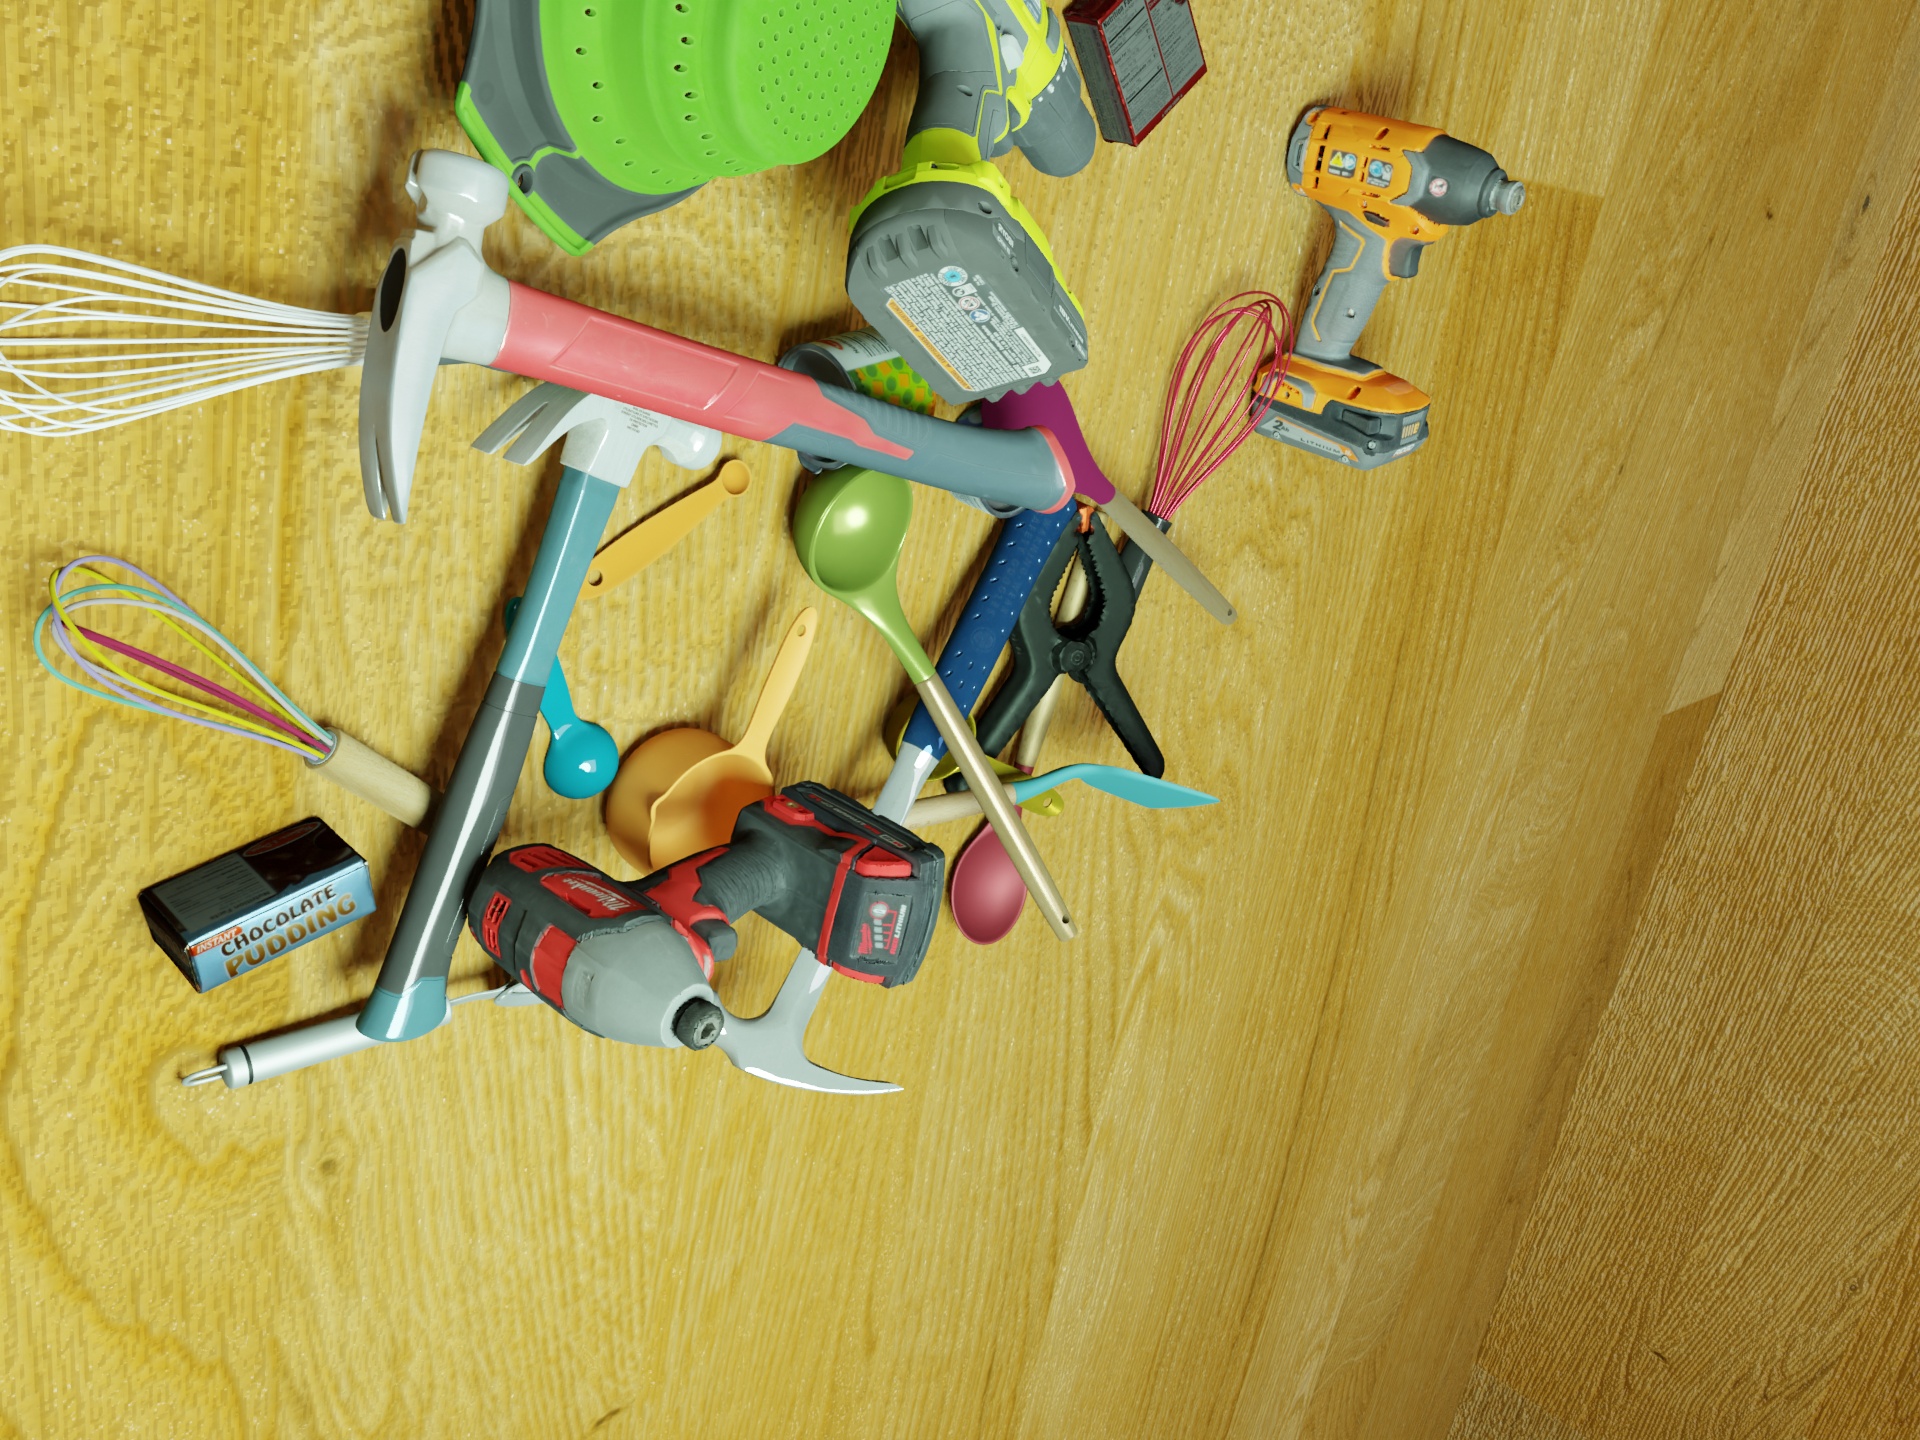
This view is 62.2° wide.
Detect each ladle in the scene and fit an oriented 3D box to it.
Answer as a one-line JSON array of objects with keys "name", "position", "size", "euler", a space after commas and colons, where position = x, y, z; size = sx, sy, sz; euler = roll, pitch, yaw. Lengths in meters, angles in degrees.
[{"name": "ladle", "position": [-0.001, -0.003, 0.914], "size": [0.078, 0.062, 0.320], "euler": [-38, 108, -28]}, {"name": "ladle", "position": [0.052, 0.006, 1.112], "size": [0.069, 0.031, 0.315], "euler": [8, 103, -38]}]

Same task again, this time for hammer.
[{"name": "hammer", "position": [-0.024, 0.032, 0.961], "size": [0.144, 0.035, 0.406], "euler": [29, 74, -10]}, {"name": "hammer", "position": [-0.086, -0.131, 0.744], "size": [0.386, 0.038, 0.143], "euler": [8, 97, -45]}, {"name": "hammer", "position": [-0.210, -0.007, 0.748], "size": [0.128, 0.033, 0.331], "euler": [17, 94, -63]}]

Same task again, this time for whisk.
[{"name": "whisk", "position": [-0.258, -0.151, 0.626], "size": [0.284, 0.070, 0.070], "euler": [-17, 124, -50]}, {"name": "whisk", "position": [0.145, -0.158, 1.100], "size": [0.073, 0.073, 0.296], "euler": [13, 106, -53]}, {"name": "whisk", "position": [-0.292, 0.006, 0.687], "size": [0.051, 0.047, 0.244], "euler": [-57, 146, -11]}]

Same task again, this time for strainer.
[{"name": "strainer", "position": [-0.259, 0.142, 0.809], "size": [0.258, 0.050, 0.087], "euler": [-13, 164, -40]}]

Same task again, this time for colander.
[{"name": "colander", "position": [-0.051, -0.367, 0.669], "size": [0.397, 0.094, 0.204], "euler": [-60, 159, -9]}]

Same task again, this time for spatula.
[{"name": "spatula", "position": [0.012, 0.062, 1.012], "size": [0.317, 0.082, 0.044], "euler": [-10, 88, -24]}]

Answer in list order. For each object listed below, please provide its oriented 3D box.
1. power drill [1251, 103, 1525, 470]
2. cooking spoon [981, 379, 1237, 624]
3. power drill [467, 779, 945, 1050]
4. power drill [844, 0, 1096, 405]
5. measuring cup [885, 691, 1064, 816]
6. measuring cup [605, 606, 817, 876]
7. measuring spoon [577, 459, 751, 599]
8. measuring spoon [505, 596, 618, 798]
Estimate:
[{"name": "power drill", "position": [0.293, -0.296, 1.105], "size": [0.084, 0.164, 0.226], "euler": [-24, 130, -41]}, {"name": "cooking spoon", "position": [0.107, -0.134, 1.029], "size": [0.318, 0.017, 0.069], "euler": [34, 78, -48]}, {"name": "power drill", "position": [-0.113, 0.099, 0.784], "size": [0.219, 0.143, 0.078], "euler": [-10, 119, -52]}, {"name": "power drill", "position": [0.015, -0.277, 0.788], "size": [0.190, 0.080, 0.229], "euler": [37, 49, -53]}, {"name": "measuring cup", "position": [0.012, 0.027, 1.045], "size": [0.156, 0.029, 0.062], "euler": [30, 97, -40]}, {"name": "measuring cup", "position": [-0.133, 0.010, 0.873], "size": [0.095, 0.052, 0.173], "euler": [26, 89, -53]}, {"name": "measuring spoon", "position": [-0.154, -0.098, 0.817], "size": [0.117, 0.011, 0.021], "euler": [-41, 123, -22]}, {"name": "measuring spoon", "position": [-0.200, -0.008, 0.802], "size": [0.042, 0.021, 0.128], "euler": [-39, 138, -29]}]
